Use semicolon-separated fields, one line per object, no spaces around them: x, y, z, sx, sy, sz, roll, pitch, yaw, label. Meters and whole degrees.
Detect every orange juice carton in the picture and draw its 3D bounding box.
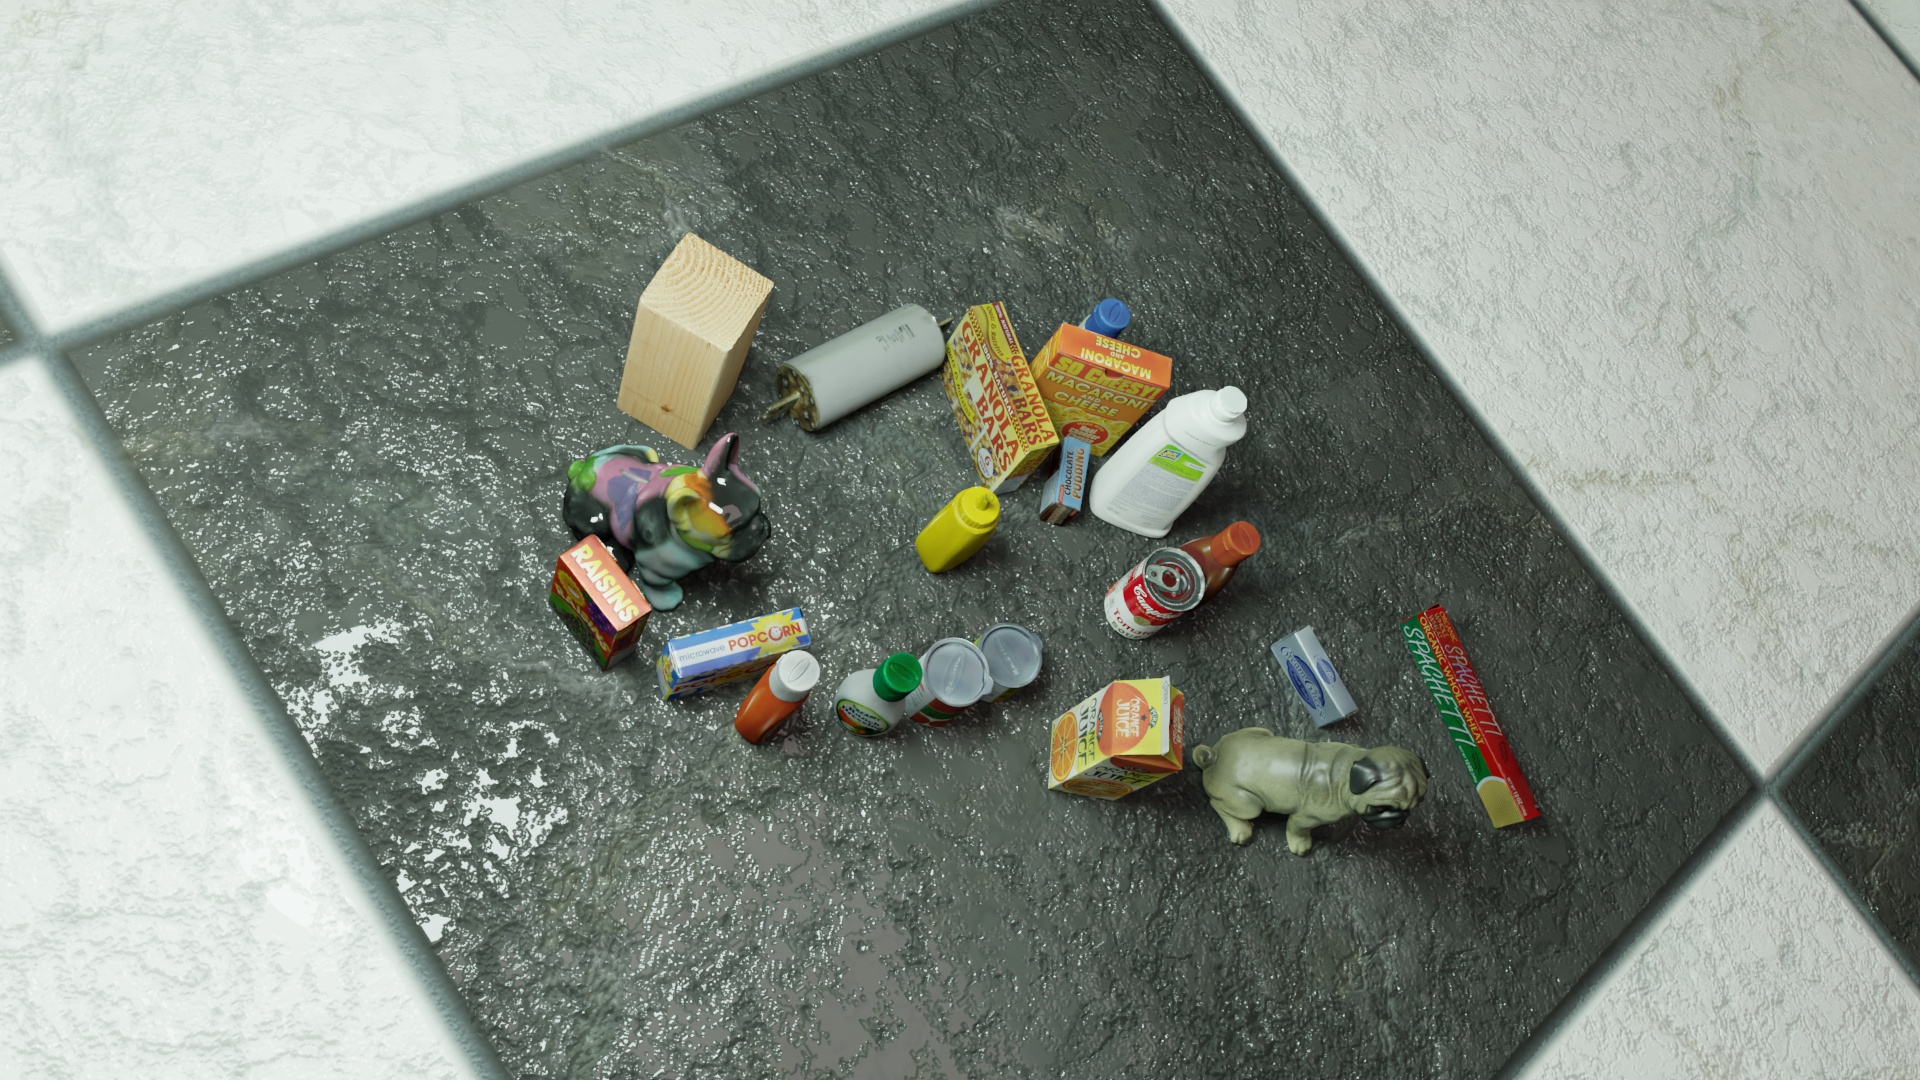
0.152;0.186;1.303;0.073;0.192;0.072;13;65;-15;orange juice carton

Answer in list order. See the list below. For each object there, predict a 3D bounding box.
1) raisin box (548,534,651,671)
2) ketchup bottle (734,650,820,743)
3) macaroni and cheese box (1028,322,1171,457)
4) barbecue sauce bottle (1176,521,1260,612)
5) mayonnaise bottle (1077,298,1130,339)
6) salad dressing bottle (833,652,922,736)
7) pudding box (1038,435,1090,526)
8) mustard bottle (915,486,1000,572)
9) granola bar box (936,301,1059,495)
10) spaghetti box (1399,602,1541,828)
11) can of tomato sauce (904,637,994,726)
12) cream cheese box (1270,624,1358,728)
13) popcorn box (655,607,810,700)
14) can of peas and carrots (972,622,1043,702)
-0.318;0.057;1.223;0.040;0.123;0.086;-36;84;-28;raisin box
-0.160;0.135;1.233;0.043;0.148;0.065;42;61;0;ketchup bottle
0.129;-0.153;1.452;0.124;0.165;0.040;16;64;-14;macaroni and cheese box
0.256;0.024;1.435;0.044;0.148;0.065;-13;74;-24;barbecue sauce bottle
0.135;-0.206;1.488;0.041;0.147;0.065;30;62;-7;mayonnaise bottle
-0.073;0.139;1.265;0.064;0.147;0.044;32;61;-5;salad dressing bottle
0.111;-0.063;1.474;0.030;0.049;0.084;18;63;-13;pudding box
0.005;-0.017;1.352;0.065;0.159;0.049;-28;80;-27;mustard bottle
0.036;-0.145;1.439;0.039;0.123;0.166;-14;74;-25;granola bar box
0.560;0.192;1.532;0.029;0.050;0.250;-15;74;-25;spaghetti box
-0.015;0.137;1.324;0.071;0.082;0.071;8;66;-17;can of tomato sauce
0.377;0.146;1.482;0.024;0.053;0.104;-23;78;-27;cream cheese box
-0.208;0.104;1.265;0.127;0.085;0.038;-14;74;-25;popcorn box
0.041;0.119;1.366;0.071;0.058;0.071;8;66;-17;can of peas and carrots
